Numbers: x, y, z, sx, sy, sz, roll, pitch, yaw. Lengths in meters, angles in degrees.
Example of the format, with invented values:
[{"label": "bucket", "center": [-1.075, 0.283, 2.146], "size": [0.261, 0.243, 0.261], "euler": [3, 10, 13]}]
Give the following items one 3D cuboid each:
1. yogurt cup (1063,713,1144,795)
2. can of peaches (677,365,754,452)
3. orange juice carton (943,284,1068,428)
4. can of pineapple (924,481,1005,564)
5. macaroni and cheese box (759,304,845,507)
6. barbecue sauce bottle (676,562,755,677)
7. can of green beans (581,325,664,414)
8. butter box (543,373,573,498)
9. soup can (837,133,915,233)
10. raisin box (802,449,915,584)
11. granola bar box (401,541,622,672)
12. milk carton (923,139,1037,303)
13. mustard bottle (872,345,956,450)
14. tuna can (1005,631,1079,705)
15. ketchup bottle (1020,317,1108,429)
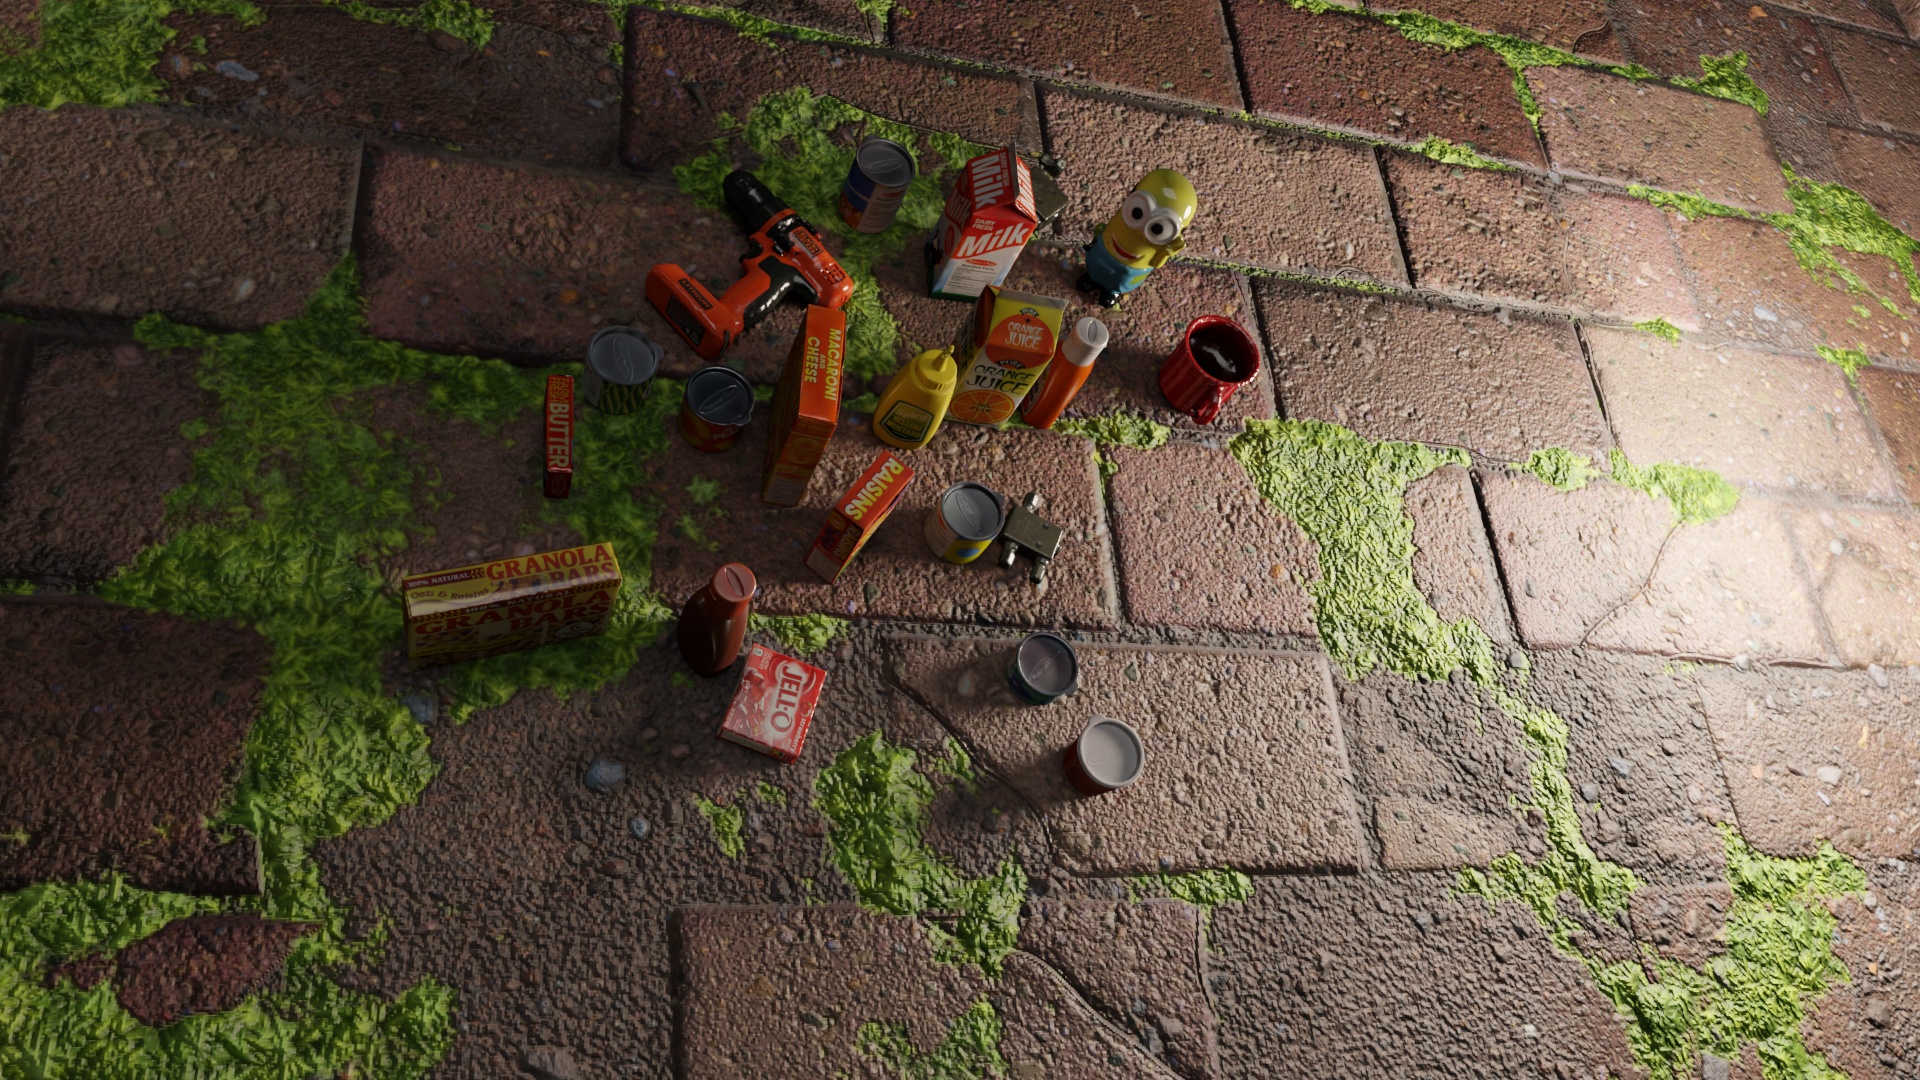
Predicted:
[{"label": "yogurt cup", "center": [0.133, 0.208, 1.315], "size": [0.072, 0.053, 0.072], "euler": [9, 62, -17]}, {"label": "can of peaches", "center": [-0.235, -0.124, 1.340], "size": [0.071, 0.057, 0.071], "euler": [9, 62, -17]}, {"label": "orange juice carton", "center": [0.040, -0.194, 1.403], "size": [0.072, 0.191, 0.073], "euler": [9, 62, -17]}, {"label": "can of pineapple", "center": [0.005, -0.017, 1.378], "size": [0.071, 0.057, 0.071], "euler": [9, 62, -17]}, {"label": "macaroni and cheese box", "center": [-0.148, -0.124, 1.309], "size": [0.040, 0.165, 0.124], "euler": [10, 61, -16]}, {"label": "barbecue sauce bottle", "center": [-0.210, 0.065, 1.199], "size": [0.044, 0.147, 0.065], "euler": [-21, 74, -29]}, {"label": "can of green beans", "center": [-0.325, -0.162, 1.324], "size": [0.071, 0.057, 0.071], "euler": [9, 62, -17]}, {"label": "butter box", "center": [-0.370, -0.096, 1.276], "size": [0.024, 0.053, 0.104], "euler": [3, 64, -20]}, {"label": "soup can", "center": [-0.093, -0.388, 1.515], "size": [0.071, 0.083, 0.071], "euler": [9, 62, -17]}, {"label": "raisin box", "center": [-0.096, -0.021, 1.302], "size": [0.040, 0.122, 0.086], "euler": [39, 58, 1]}, {"label": "granola bar box", "center": [-0.375, 0.055, 1.155], "size": [0.166, 0.123, 0.039], "euler": [-11, 69, -25]}, {"label": "milk carton", "center": [0.026, -0.335, 1.470], "size": [0.073, 0.189, 0.072], "euler": [4, 63, -19]}, {"label": "mustard bottle", "center": [-0.039, -0.146, 1.367], "size": [0.065, 0.159, 0.049], "euler": [21, 59, -10]}, {"label": "tuna can", "center": [0.081, 0.126, 1.349], "size": [0.071, 0.032, 0.071], "euler": [9, 62, -17]}, {"label": "ketchup bottle", "center": [0.109, -0.177, 1.446], "size": [0.043, 0.148, 0.065], "euler": [18, 60, -12]}]
